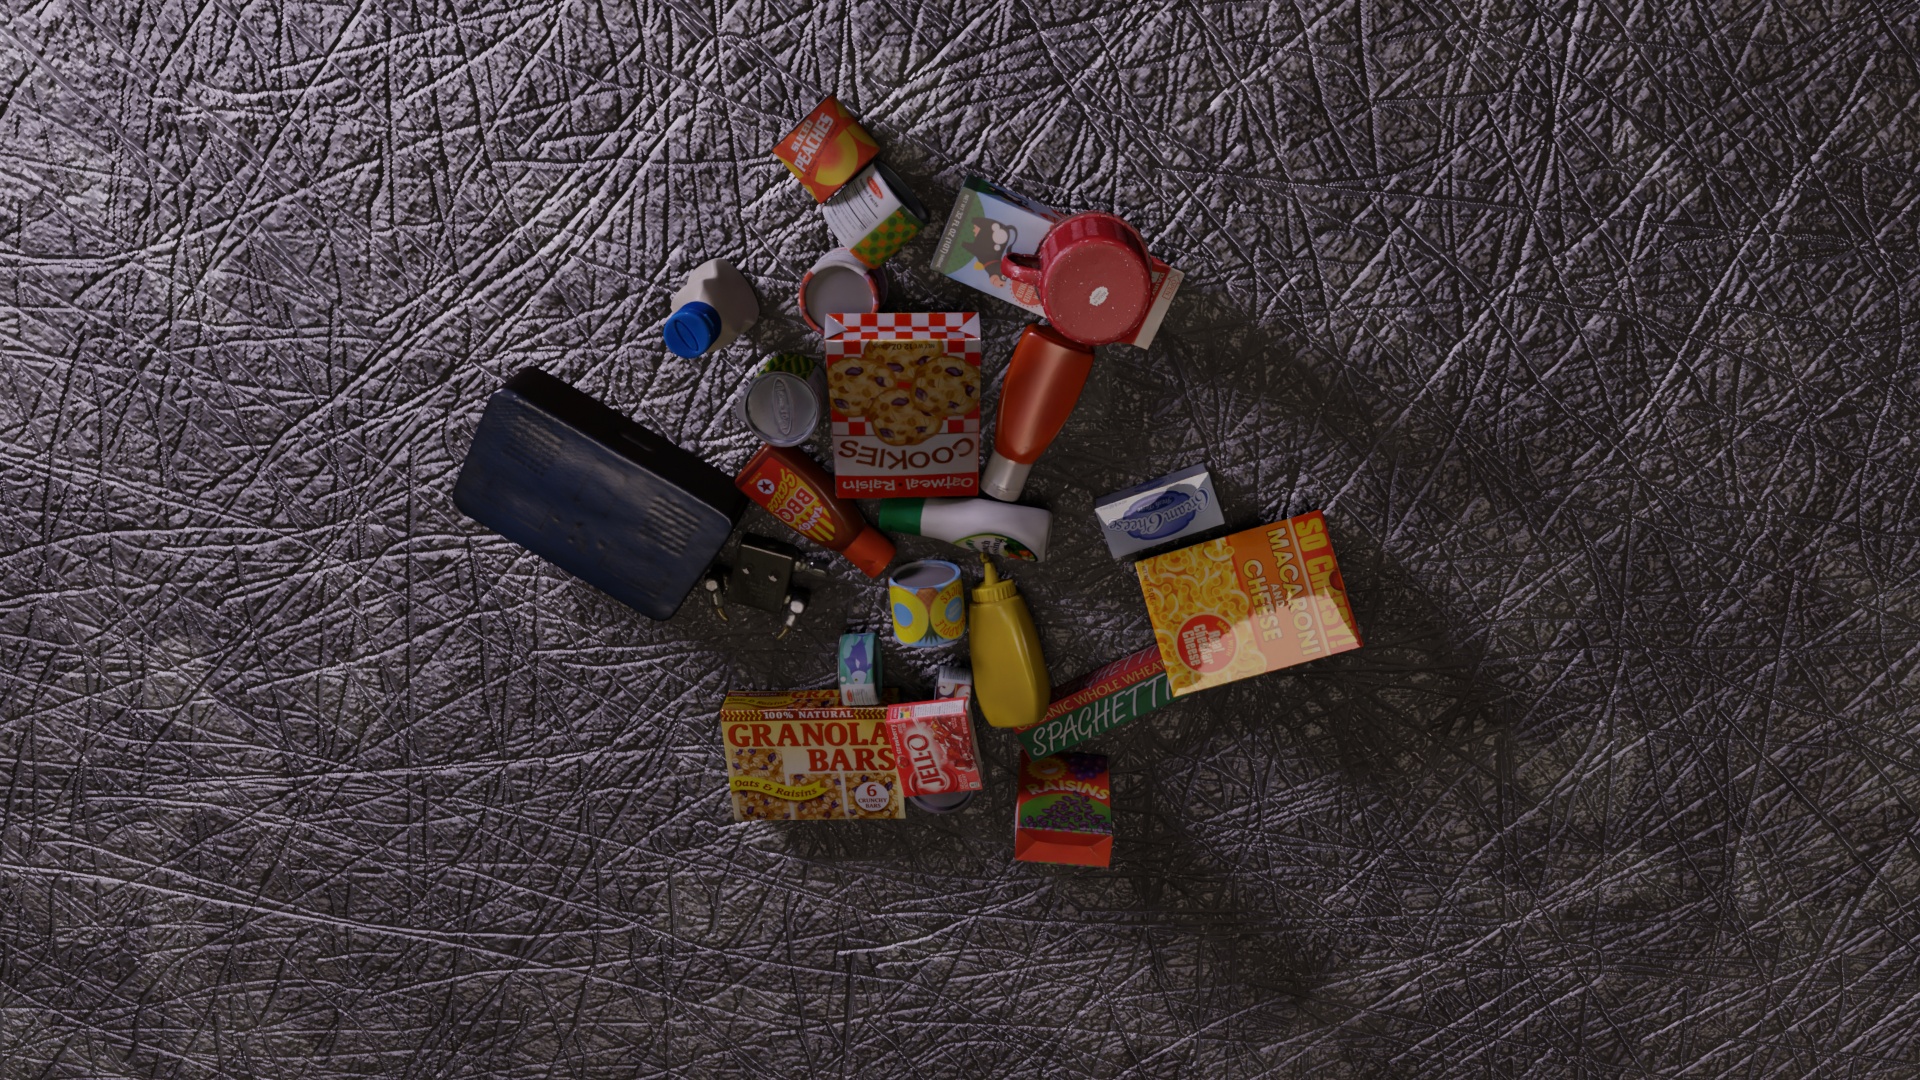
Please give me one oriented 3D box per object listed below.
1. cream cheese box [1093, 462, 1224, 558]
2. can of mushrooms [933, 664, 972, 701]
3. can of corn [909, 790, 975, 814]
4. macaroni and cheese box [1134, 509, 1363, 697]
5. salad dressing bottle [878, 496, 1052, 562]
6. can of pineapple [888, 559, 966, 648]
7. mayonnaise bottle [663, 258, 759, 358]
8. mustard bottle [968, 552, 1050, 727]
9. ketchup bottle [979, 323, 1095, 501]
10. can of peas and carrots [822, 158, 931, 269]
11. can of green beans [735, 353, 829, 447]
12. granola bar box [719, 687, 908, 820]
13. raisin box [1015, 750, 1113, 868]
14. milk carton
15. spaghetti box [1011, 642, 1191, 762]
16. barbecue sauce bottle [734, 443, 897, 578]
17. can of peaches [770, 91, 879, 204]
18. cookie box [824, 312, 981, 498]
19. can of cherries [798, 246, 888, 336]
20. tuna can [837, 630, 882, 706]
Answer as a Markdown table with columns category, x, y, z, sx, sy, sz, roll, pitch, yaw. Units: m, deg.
| category | x | y | z | sx | sy | sz | roll | pitch | yaw |
| --- | --- | --- | --- | --- | --- | --- | --- | --- | --- |
| cream cheese box | 0.173 | -0.025 | 1.209 | 0.104 | 0.024 | 0.053 | -19 | 111 | 11 |
| can of mushrooms | -0.008 | 0.150 | 1.269 | 0.033 | 0.071 | 0.070 | 6 | 113 | 0 |
| can of corn | -0.015 | 0.210 | 1.298 | 0.071 | 0.058 | 0.071 | 1 | 112 | 3 |
| macaroni and cheese box | 0.249 | 0.055 | 1.204 | 0.166 | 0.040 | 0.123 | -17 | 86 | 10 |
| salad dressing bottle | 0.004 | -0.015 | 1.208 | 0.148 | 0.064 | 0.044 | 10 | 73 | 8 |
| can of pineapple | -0.028 | 0.056 | 1.231 | 0.071 | 0.071 | 0.057 | -3 | 112 | 5 |
| mayonnaise bottle | -0.200 | -0.181 | 1.103 | 0.041 | 0.149 | 0.064 | -29 | 107 | 15 |
| mustard bottle | 0.039 | 0.086 | 1.244 | 0.065 | 0.049 | 0.160 | -6 | 101 | 23 |
| ketchup bottle | 0.059 | -0.105 | 1.174 | 0.065 | 0.044 | 0.148 | 21 | 112 | -4 |
| can of peas and carrots | -0.066 | -0.259 | 1.109 | 0.058 | 0.071 | 0.071 | -38 | 105 | 18 |
| can of green beans | -0.147 | -0.119 | 1.173 | 0.071 | 0.058 | 0.071 | 1 | 113 | 3 |
| granola bar box | -0.136 | 0.202 | 1.314 | 0.165 | 0.039 | 0.123 | -2 | 113 | 5 |
| raisin box | 0.093 | 0.243 | 1.270 | 0.086 | 0.124 | 0.040 | 4 | 114 | 2 |
| milk carton | 0.078 | -0.219 | 1.110 | 0.190 | 0.074 | 0.072 | 23 | 112 | -6 |
| spaghetti box | 0.162 | 0.132 | 1.271 | 0.250 | 0.029 | 0.050 | -26 | 107 | 13 |
| barbecue sauce bottle | -0.122 | -0.026 | 1.216 | 0.148 | 0.044 | 0.064 | 40 | 126 | -12 |
| can of peaches | -0.105 | -0.306 | 1.088 | 0.071 | 0.071 | 0.058 | -38 | 106 | 17 |
| cookie box | -0.046 | -0.108 | 1.145 | 0.123 | 0.040 | 0.166 | -1 | 133 | -2 |
| can of cherries | -0.095 | -0.200 | 1.137 | 0.071 | 0.058 | 0.071 | 1 | 112 | 3 |
| tuna can | -0.091 | 0.115 | 1.263 | 0.033 | 0.071 | 0.070 | -2 | 112 | 4 |
